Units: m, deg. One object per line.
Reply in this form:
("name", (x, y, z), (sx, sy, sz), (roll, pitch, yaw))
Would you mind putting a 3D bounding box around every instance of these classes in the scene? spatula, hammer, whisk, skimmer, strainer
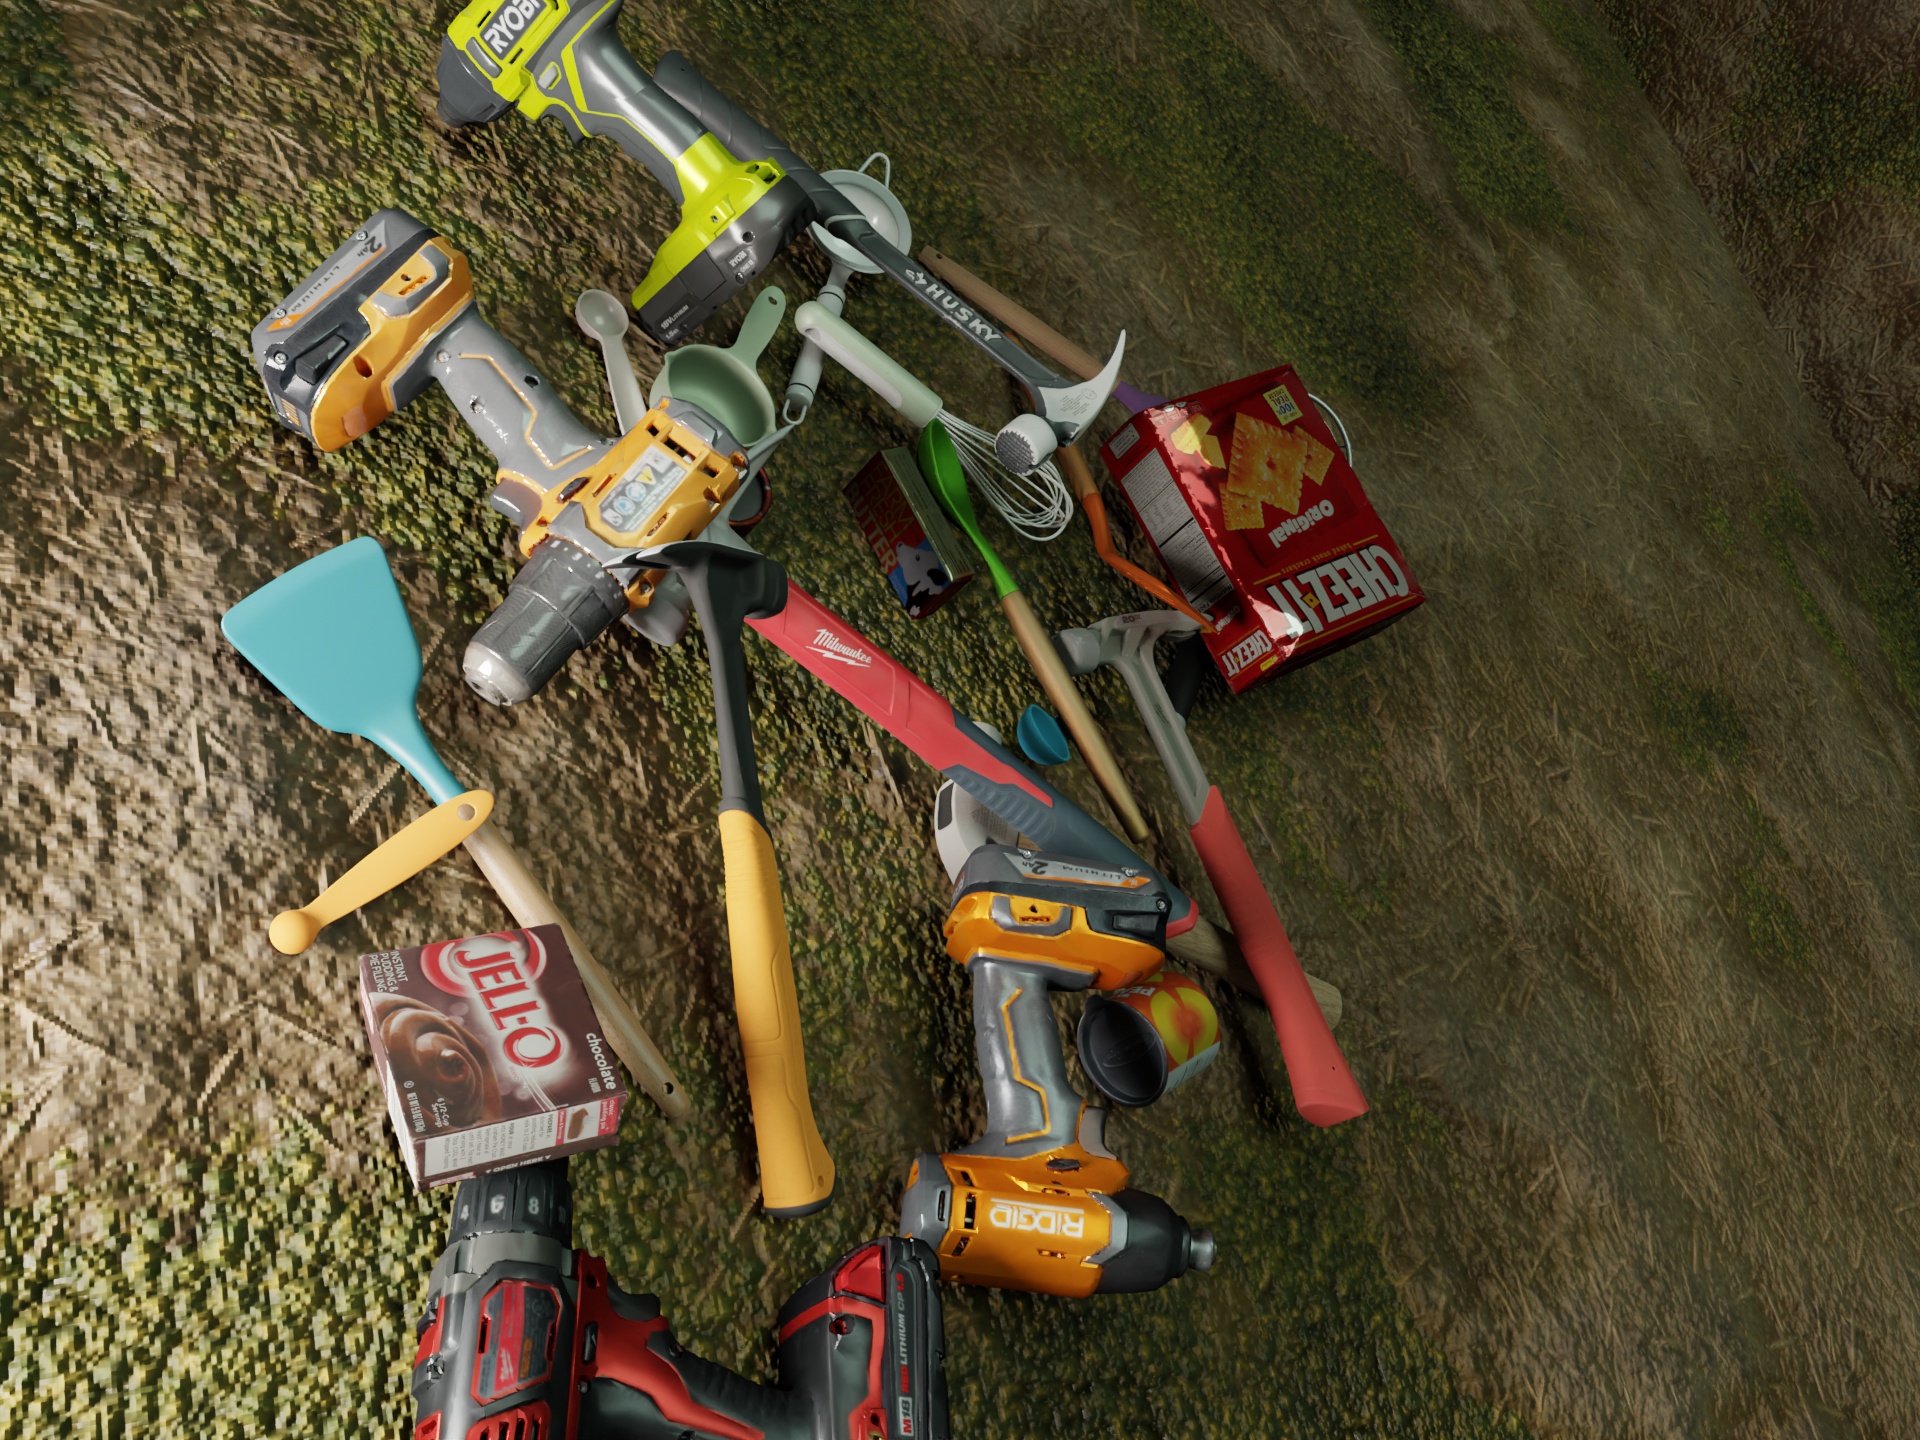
("spatula", (0.094, -0.182, 1.155), (0.081, 0.041, 0.323), (30, 31, -49))
("hammer", (-0.107, 0.077, 0.791), (0.127, 0.034, 0.337), (3, 77, -66))
("whisk", (-0.015, -0.207, 1.101), (0.246, 0.058, 0.059), (35, 66, -23))
("spatula", (-0.227, 0.062, 0.767), (0.082, 0.044, 0.317), (-37, 91, -26))
("hammer", (0.181, 0.090, 1.052), (0.149, 0.036, 0.359), (-9, 69, -42))
("skimmer", (0.219, -0.127, 1.230), (0.127, 0.090, 0.363), (34, 46, -7))
("hammer", (-0.001, -0.003, 0.930), (0.386, 0.038, 0.143), (38, 74, -15))
("hammer", (-0.060, -0.335, 1.103), (0.409, 0.036, 0.149), (41, 54, 8))
("spatula", (0.102, -0.276, 1.242), (0.316, 0.018, 0.060), (34, 56, -4))
("hammer", (0.122, 0.127, 1.027), (0.331, 0.031, 0.130), (30, 47, -23))
("strainer", (-0.091, -0.302, 1.122), (0.086, 0.050, 0.259), (24, 55, -17))

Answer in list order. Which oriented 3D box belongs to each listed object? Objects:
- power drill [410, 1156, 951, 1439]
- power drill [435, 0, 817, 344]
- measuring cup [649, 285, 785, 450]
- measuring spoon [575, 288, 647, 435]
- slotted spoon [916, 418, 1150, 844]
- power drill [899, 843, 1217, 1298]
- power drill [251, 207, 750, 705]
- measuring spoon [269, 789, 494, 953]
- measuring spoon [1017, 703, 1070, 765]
("power drill", (-0.123, 0.260, 0.704), (0.226, 0.080, 0.188), (17, 46, -26))
("power drill", (-0.211, -0.352, 0.973), (0.223, 0.171, 0.080), (48, 43, -17))
("measuring cup", (-0.148, -0.225, 1.026), (0.083, 0.038, 0.168), (34, 44, -18))
("measuring spoon", (-0.212, -0.207, 0.979), (0.034, 0.018, 0.124), (-7, 75, -43))
("slotted spoon", (0.043, -0.059, 1.033), (0.314, 0.031, 0.070), (62, 13, 14))
("power drill", (0.060, 0.192, 0.856), (0.164, 0.084, 0.227), (10, 61, -7))
("power drill", (-0.248, -0.130, 0.812), (0.226, 0.084, 0.185), (36, 69, -2))
("measuring spoon", (-0.263, 0.067, 0.730), (0.117, 0.011, 0.021), (-38, 97, -28))
("measuring spoon", (0.061, 0.009, 1.041), (0.042, 0.021, 0.128), (58, 17, 5))
